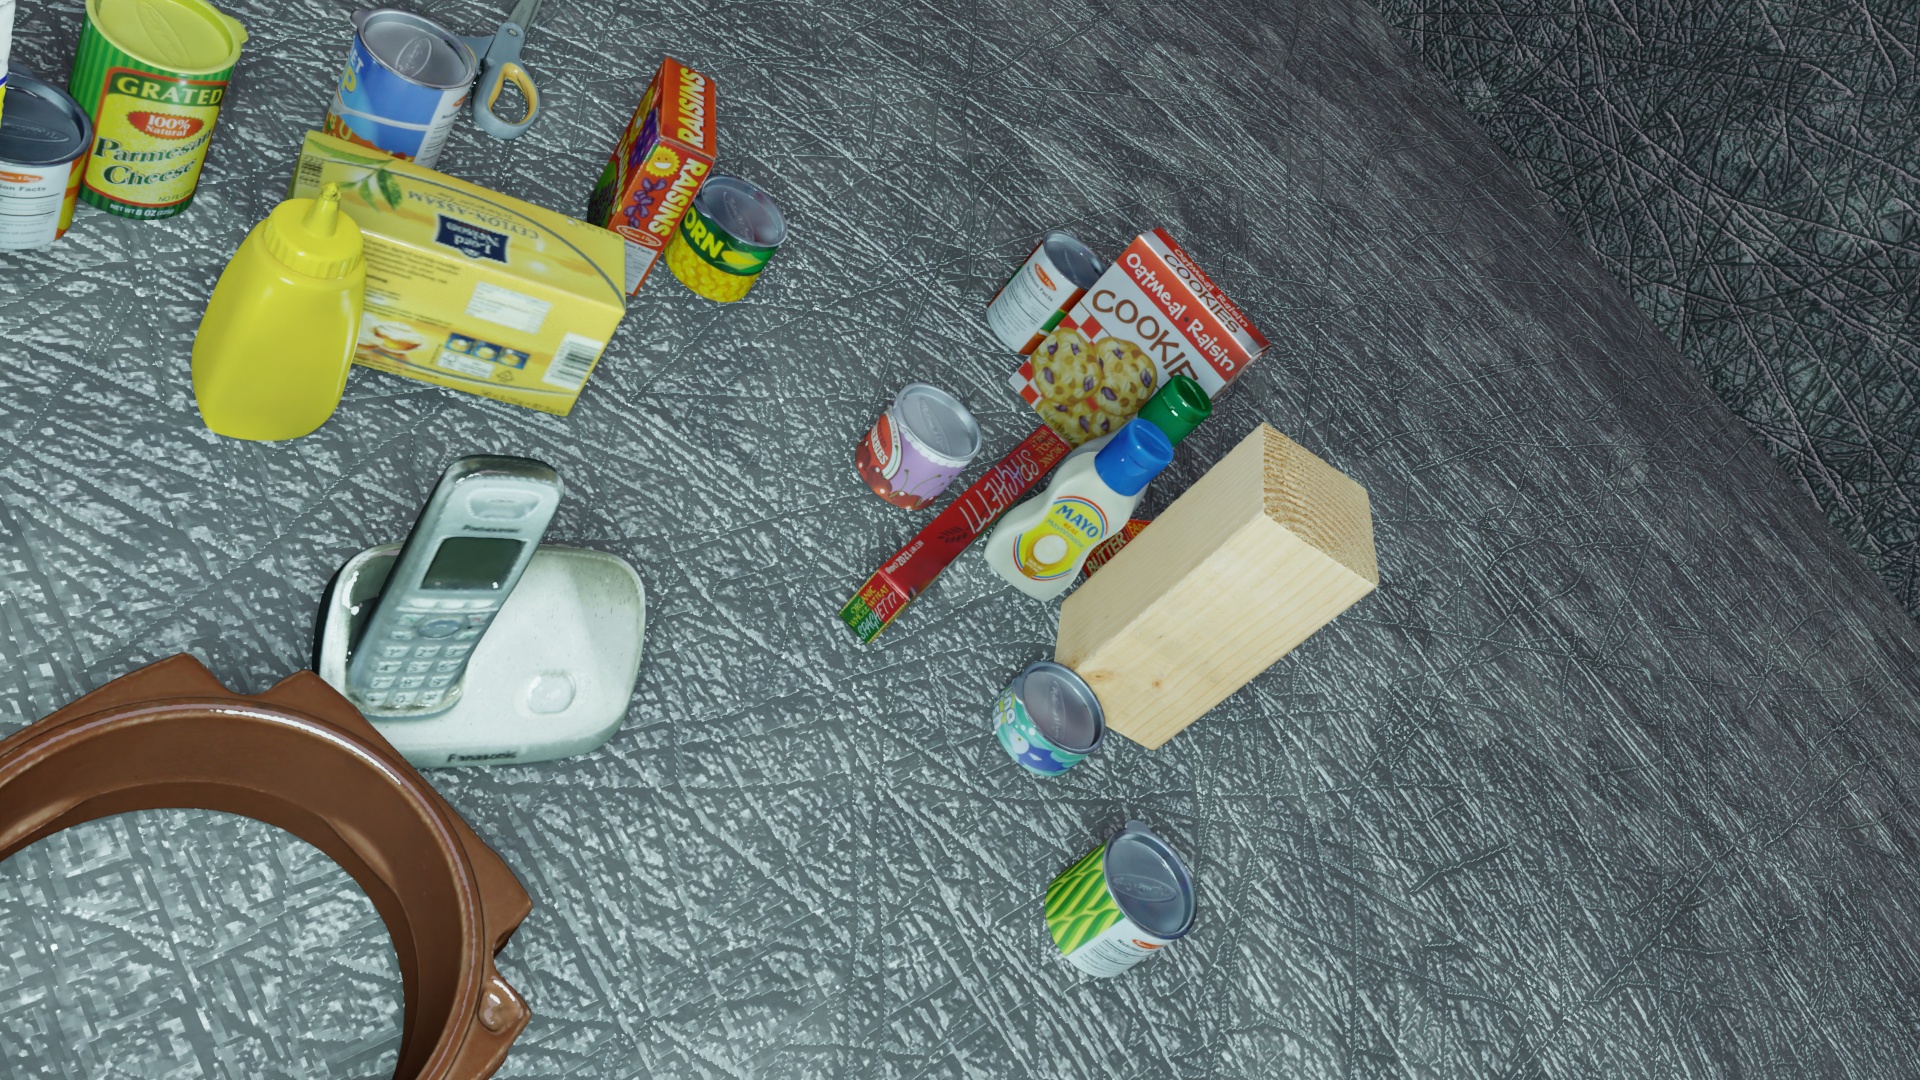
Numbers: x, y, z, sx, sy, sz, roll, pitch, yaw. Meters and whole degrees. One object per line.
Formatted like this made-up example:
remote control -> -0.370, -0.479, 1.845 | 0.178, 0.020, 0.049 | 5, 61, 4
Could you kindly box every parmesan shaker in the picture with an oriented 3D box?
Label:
parmesan shaker -> -0.409, -0.220, 0.702 | 0.071, 0.102, 0.072 | 24, 42, -24

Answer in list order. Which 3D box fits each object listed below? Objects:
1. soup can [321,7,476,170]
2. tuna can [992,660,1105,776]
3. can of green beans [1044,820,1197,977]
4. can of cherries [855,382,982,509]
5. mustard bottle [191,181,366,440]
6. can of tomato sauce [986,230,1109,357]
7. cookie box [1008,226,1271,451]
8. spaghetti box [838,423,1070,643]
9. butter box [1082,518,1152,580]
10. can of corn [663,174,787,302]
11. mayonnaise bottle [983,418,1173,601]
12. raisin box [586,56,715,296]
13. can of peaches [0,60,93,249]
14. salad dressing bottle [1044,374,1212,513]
soup can -> -0.336, -0.261, 0.821 | 0.071, 0.083, 0.072 | 24, 42, -24
tuna can -> 0.053, 0.110, 0.863 | 0.071, 0.032, 0.071 | 24, 42, -23
can of green beans -> 0.090, 0.205, 0.786 | 0.071, 0.057, 0.071 | 24, 42, -24
can of cherries -> -0.031, -0.063, 0.929 | 0.071, 0.058, 0.072 | 24, 42, -24
mustard bottle -> -0.308, -0.110, 0.642 | 0.065, 0.159, 0.049 | 0, 55, -42
can of tomato sauce -> 0.071, -0.198, 1.127 | 0.071, 0.082, 0.071 | 24, 42, -24
cookie box -> 0.133, -0.135, 1.053 | 0.123, 0.166, 0.040 | 49, 38, 6
spaghetti box -> 0.003, -0.012, 0.918 | 0.028, 0.050, 0.251 | 45, 38, 1
butter box -> 0.142, 0.011, 1.018 | 0.103, 0.053, 0.024 | 7, 51, -38
can of corn -> -0.162, -0.205, 0.944 | 0.071, 0.058, 0.071 | 24, 42, -24
mayonnaise bottle -> 0.080, -0.022, 0.916 | 0.065, 0.147, 0.041 | 37, 38, -10
raisin box -> -0.198, -0.230, 0.883 | 0.040, 0.122, 0.086 | 19, 44, -29
can of peaches -> -0.457, -0.183, 0.662 | 0.071, 0.057, 0.071 | 24, 42, -24
salad dressing bottle -> 0.117, -0.057, 0.983 | 0.044, 0.147, 0.064 | -5, 58, -44
